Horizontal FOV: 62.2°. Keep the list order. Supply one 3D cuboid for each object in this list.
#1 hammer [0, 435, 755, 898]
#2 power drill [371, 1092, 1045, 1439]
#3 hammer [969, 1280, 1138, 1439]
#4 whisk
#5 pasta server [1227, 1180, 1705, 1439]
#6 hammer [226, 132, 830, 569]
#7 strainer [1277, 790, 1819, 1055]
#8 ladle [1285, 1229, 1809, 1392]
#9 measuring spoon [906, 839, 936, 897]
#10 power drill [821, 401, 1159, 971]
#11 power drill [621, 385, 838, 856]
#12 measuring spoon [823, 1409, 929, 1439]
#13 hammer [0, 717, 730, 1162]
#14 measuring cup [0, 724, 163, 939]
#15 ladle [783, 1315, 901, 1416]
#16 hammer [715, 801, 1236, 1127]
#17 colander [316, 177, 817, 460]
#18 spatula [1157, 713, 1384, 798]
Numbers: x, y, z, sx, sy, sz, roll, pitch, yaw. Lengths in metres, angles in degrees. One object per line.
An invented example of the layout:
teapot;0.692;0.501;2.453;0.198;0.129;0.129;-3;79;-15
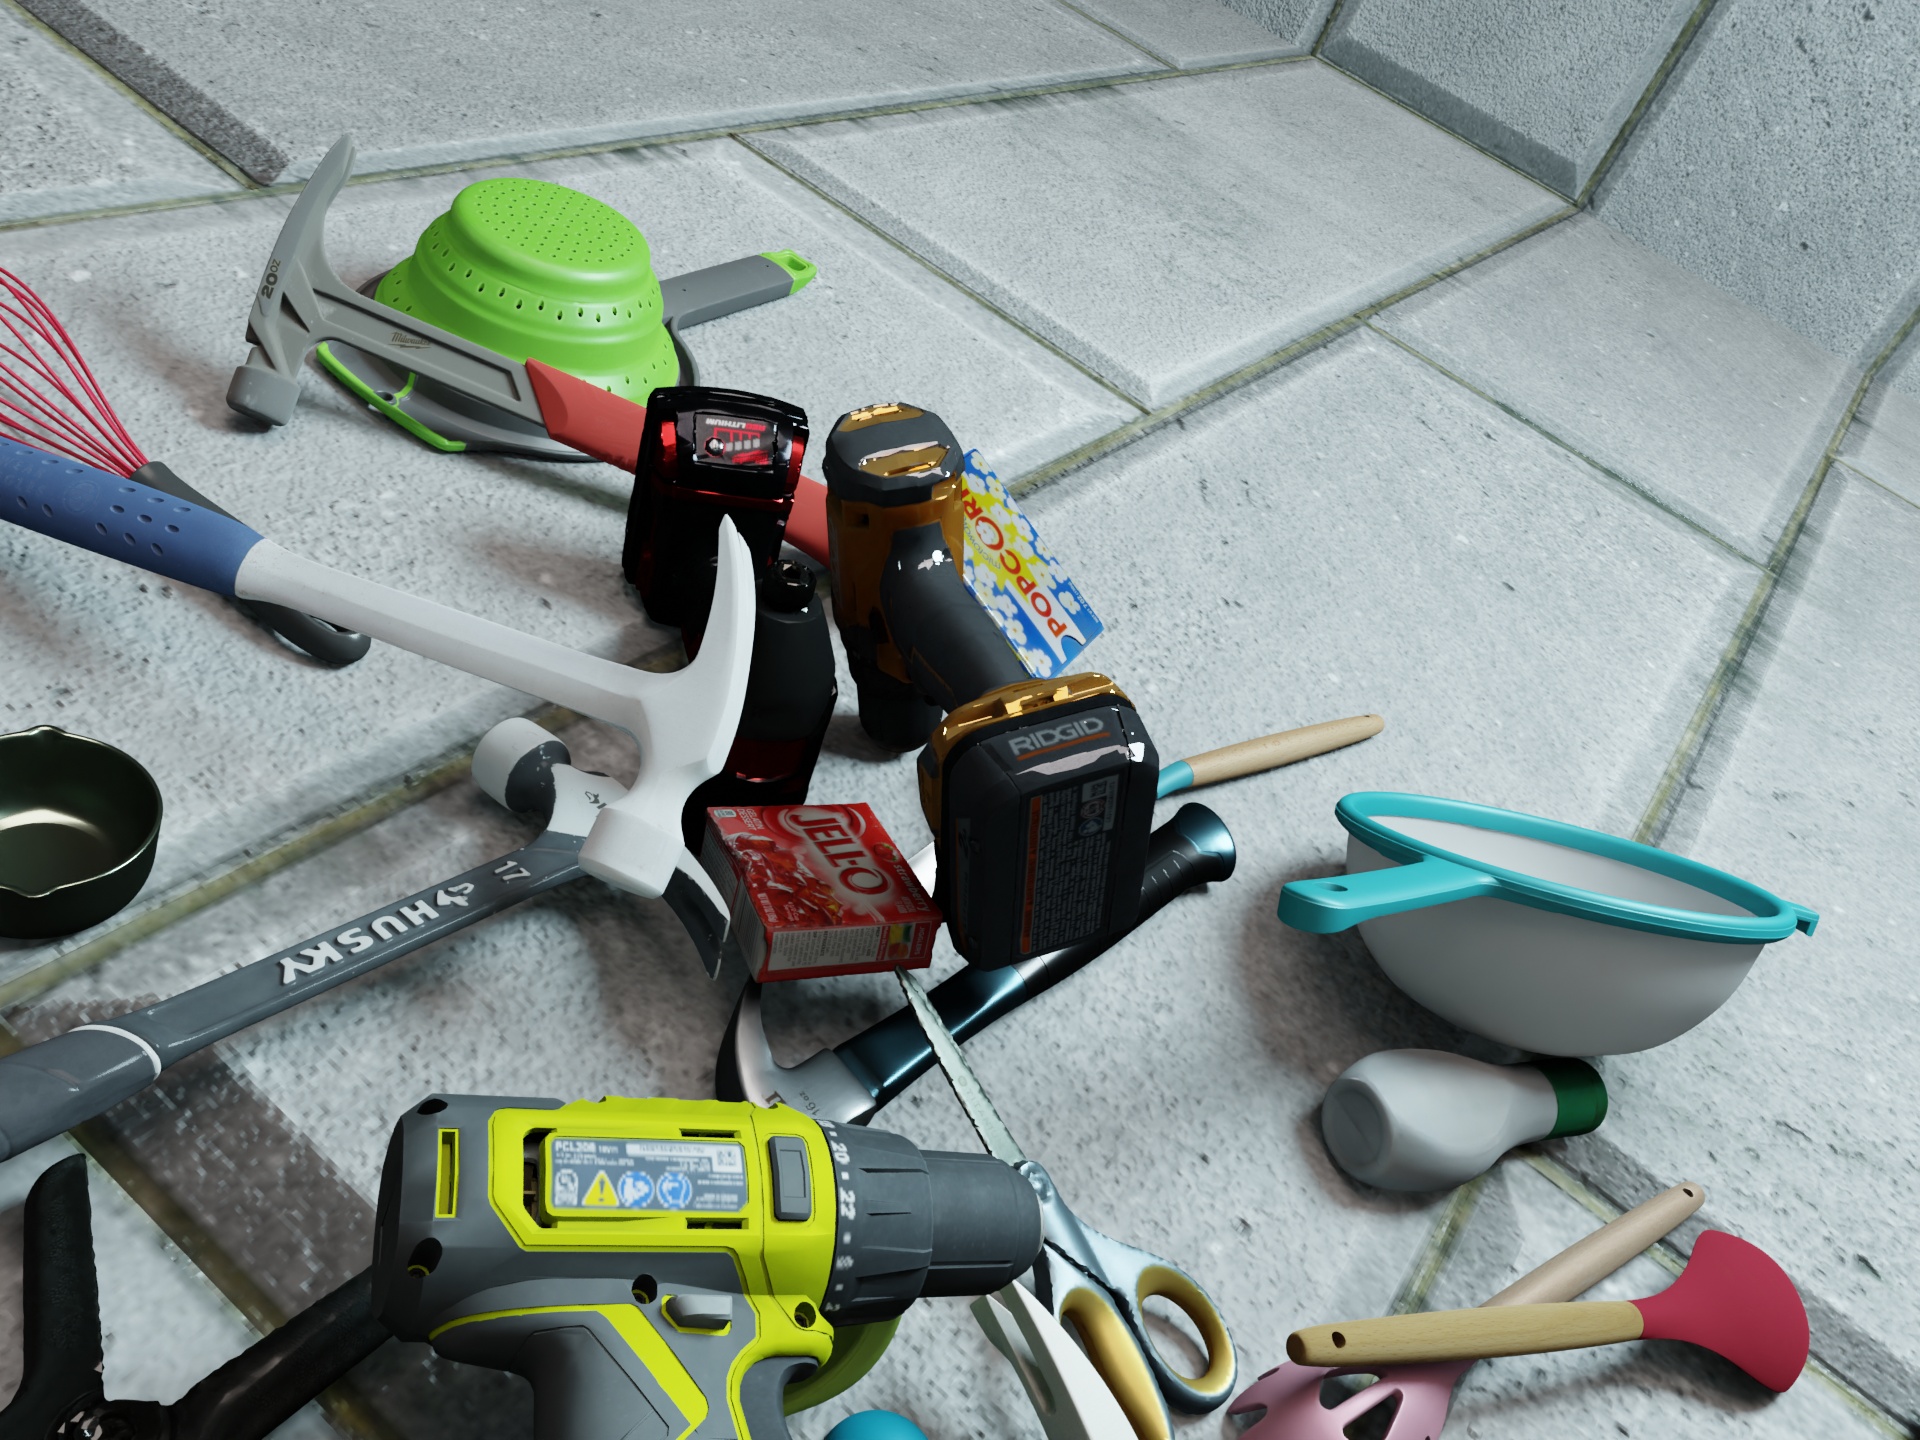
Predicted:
hammer;-0.270;-0.063;0.637;0.405;0.035;0.144;19;75;13
power drill;-0.052;0.204;0.404;0.190;0.080;0.229;9;47;-24
hammer;-0.105;0.277;0.388;0.410;0.038;0.146;-11;61;-37
whisk;-0.380;-0.119;0.715;0.296;0.073;0.073;37;37;5
pasta server;0.226;0.243;0.652;0.316;0.040;0.060;-7;47;-41
hammer;-0.185;-0.165;0.844;0.359;0.149;0.037;22;-3;-15
strainer;0.234;0.105;0.720;0.211;0.095;0.340;19;13;41
ladle;0.245;0.237;0.626;0.315;0.031;0.069;10;51;-32
measuring spoon;-0.013;0.067;0.737;0.034;0.018;0.124;52;46;-2
power drill;-0.001;-0.002;0.683;0.084;0.185;0.226;-15;48;-15
power drill;-0.103;-0.056;0.727;0.078;0.143;0.220;4;39;-19
measuring spoon;0.017;0.252;0.516;0.128;0.021;0.042;18;37;-8
hammer;-0.246;0.101;0.503;0.149;0.036;0.409;31;33;24
measuring cup;-0.364;0.042;0.540;0.167;0.038;0.083;0;43;-27
ladle;-0.135;0.226;0.435;0.078;0.062;0.320;8;24;42
hammer;0.027;0.108;0.692;0.128;0.033;0.331;43;39;19
colander;-0.201;-0.278;0.978;0.204;0.094;0.397;35;38;13
spatula;0.139;0.015;0.861;0.317;0.044;0.082;-11;19;-42
